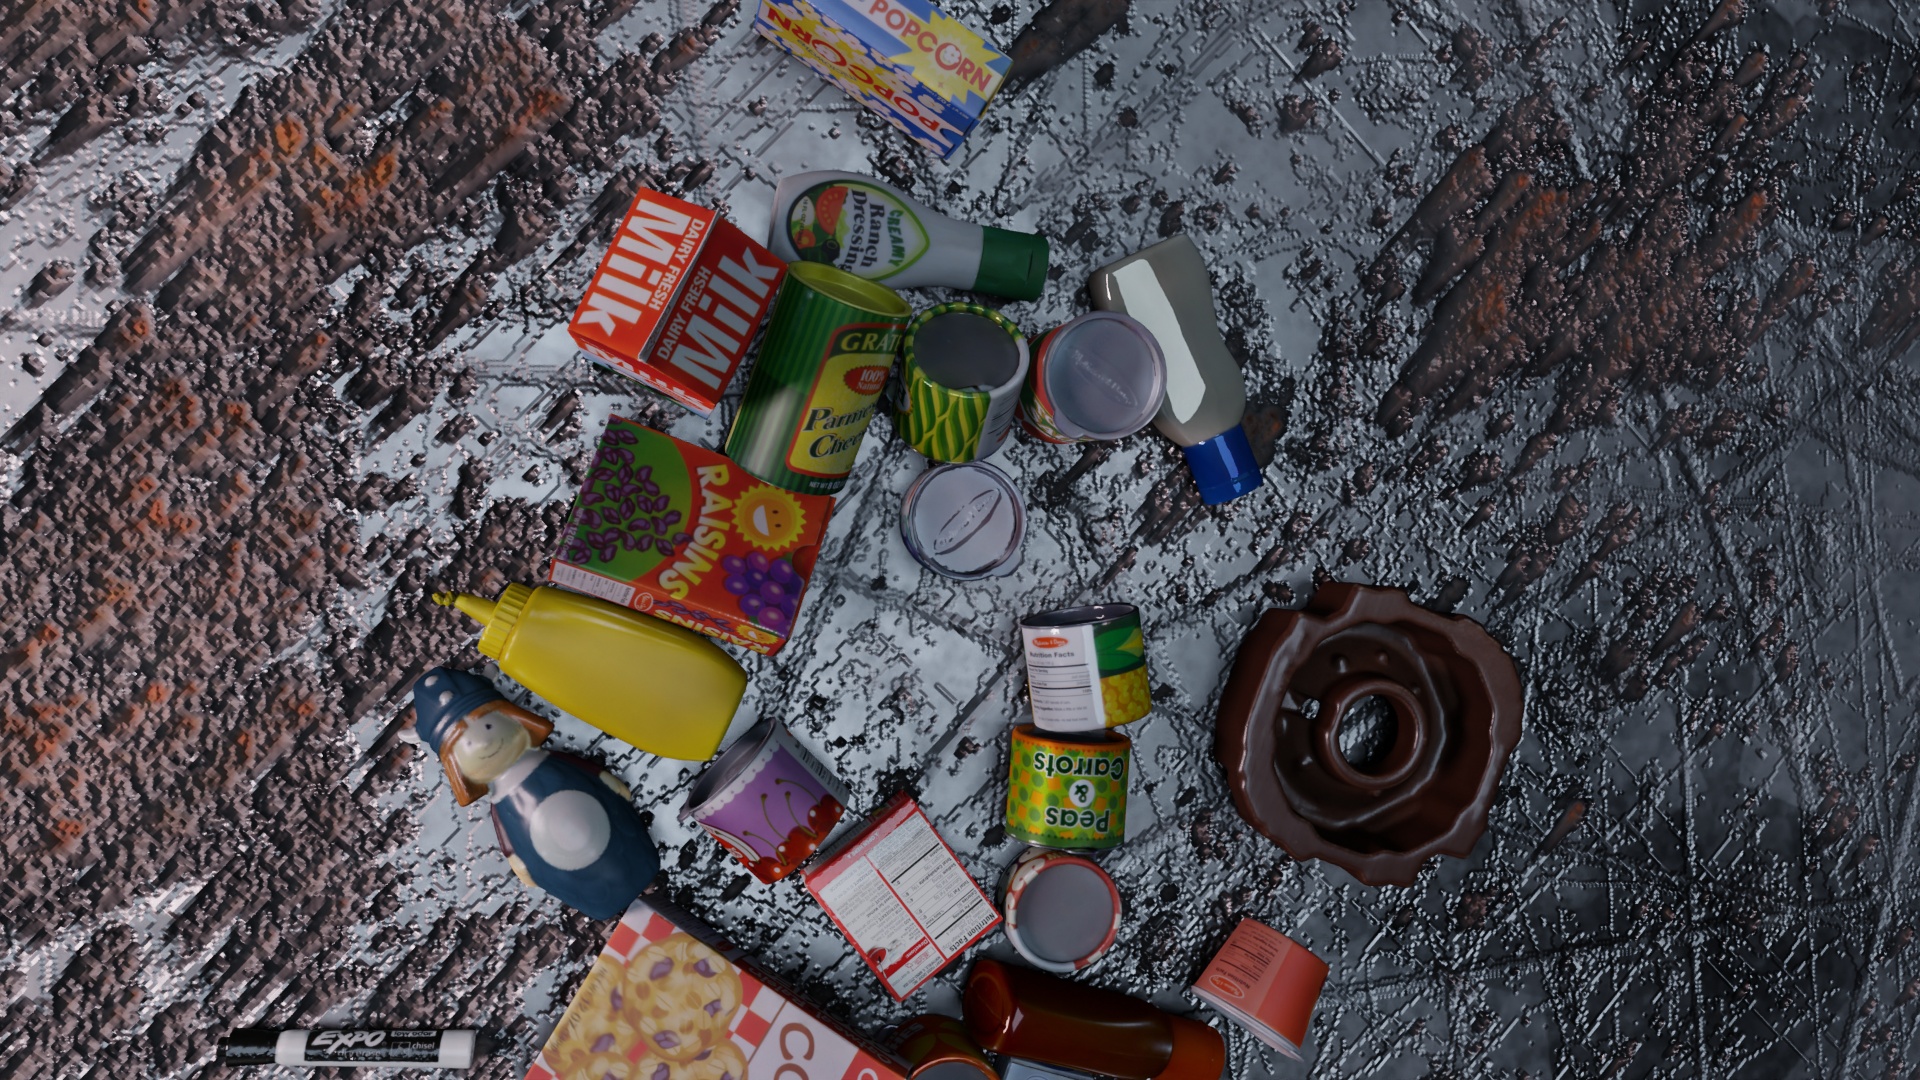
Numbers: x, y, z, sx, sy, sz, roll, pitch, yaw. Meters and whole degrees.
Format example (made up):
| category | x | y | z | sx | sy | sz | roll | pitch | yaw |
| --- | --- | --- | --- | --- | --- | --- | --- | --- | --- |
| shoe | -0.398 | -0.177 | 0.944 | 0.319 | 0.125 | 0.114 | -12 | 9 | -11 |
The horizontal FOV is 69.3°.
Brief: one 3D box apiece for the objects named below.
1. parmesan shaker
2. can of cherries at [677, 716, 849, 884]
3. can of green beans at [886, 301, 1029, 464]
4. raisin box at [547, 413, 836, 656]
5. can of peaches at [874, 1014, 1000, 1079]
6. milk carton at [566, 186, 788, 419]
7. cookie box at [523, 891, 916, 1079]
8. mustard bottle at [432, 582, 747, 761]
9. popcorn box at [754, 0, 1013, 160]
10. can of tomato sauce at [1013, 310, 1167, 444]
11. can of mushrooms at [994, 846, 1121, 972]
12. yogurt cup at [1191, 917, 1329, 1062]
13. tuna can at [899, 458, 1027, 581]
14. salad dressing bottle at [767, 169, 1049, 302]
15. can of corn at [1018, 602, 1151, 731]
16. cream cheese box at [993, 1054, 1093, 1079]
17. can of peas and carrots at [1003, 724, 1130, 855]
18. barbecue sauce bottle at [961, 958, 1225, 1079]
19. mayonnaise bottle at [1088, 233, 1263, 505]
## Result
| category | x | y | z | sx | sy | sz | roll | pitch | yaw |
| --- | --- | --- | --- | --- | --- | --- | --- | --- | --- |
| parmesan shaker | -0.071 | -0.082 | 0.711 | 0.071 | 0.071 | 0.102 | 18 | 111 | -13 |
| can of cherries | -0.102 | 0.137 | 0.724 | 0.071 | 0.071 | 0.058 | -45 | 102 | -8 |
| can of green beans | -0.001 | -0.083 | 0.732 | 0.071 | 0.057 | 0.071 | 5 | 57 | -7 |
| raisin box | -0.136 | -0.002 | 0.712 | 0.123 | 0.040 | 0.086 | 21 | 63 | -13 |
| can of peaches | -0.014 | 0.298 | 0.752 | 0.071 | 0.058 | 0.071 | -1 | 92 | -13 |
| milk carton | -0.132 | -0.107 | 0.647 | 0.073 | 0.190 | 0.072 | 27 | 86 | -12 |
| cookie box | -0.125 | 0.279 | 0.708 | 0.167 | 0.040 | 0.123 | 30 | 84 | 10 |
| mustard bottle | -0.191 | 0.058 | 0.710 | 0.160 | 0.049 | 0.065 | 27 | 87 | -12 |
| popcorn box | -0.042 | -0.256 | 0.718 | 0.126 | 0.085 | 0.038 | 32 | 84 | -11 |
| can of tomato sauce | 0.064 | -0.084 | 0.747 | 0.071 | 0.083 | 0.071 | 0 | 92 | -13 |
| can of mushrooms | 0.056 | 0.203 | 0.778 | 0.071 | 0.033 | 0.071 | 0 | 91 | -12 |
| yogurt cup | 0.173 | 0.252 | 0.791 | 0.072 | 0.072 | 0.054 | 36 | 76 | -11 |
| tuna can | 0.003 | -0.010 | 0.761 | 0.071 | 0.033 | 0.071 | 0 | 92 | -13 |
| salad dressing bottle | -0.027 | -0.158 | 0.745 | 0.148 | 0.044 | 0.064 | 8 | 96 | -13 |
| can of corn | 0.071 | 0.068 | 0.763 | 0.071 | 0.071 | 0.058 | -9 | 94 | -12 |
| cream cheese box | 0.032 | 0.342 | 0.780 | 0.053 | 0.024 | 0.104 | 20 | 87 | -13 |
| can of peas and carrots | 0.059 | 0.134 | 0.758 | 0.071 | 0.071 | 0.058 | 4 | 90 | -13 |
| barbecue sauce bottle | 0.078 | 0.273 | 0.772 | 0.148 | 0.065 | 0.043 | 21 | 89 | -21 |
| mayonnaise bottle | 0.127 | -0.094 | 0.784 | 0.065 | 0.041 | 0.148 | -25 | 98 | -10 |
